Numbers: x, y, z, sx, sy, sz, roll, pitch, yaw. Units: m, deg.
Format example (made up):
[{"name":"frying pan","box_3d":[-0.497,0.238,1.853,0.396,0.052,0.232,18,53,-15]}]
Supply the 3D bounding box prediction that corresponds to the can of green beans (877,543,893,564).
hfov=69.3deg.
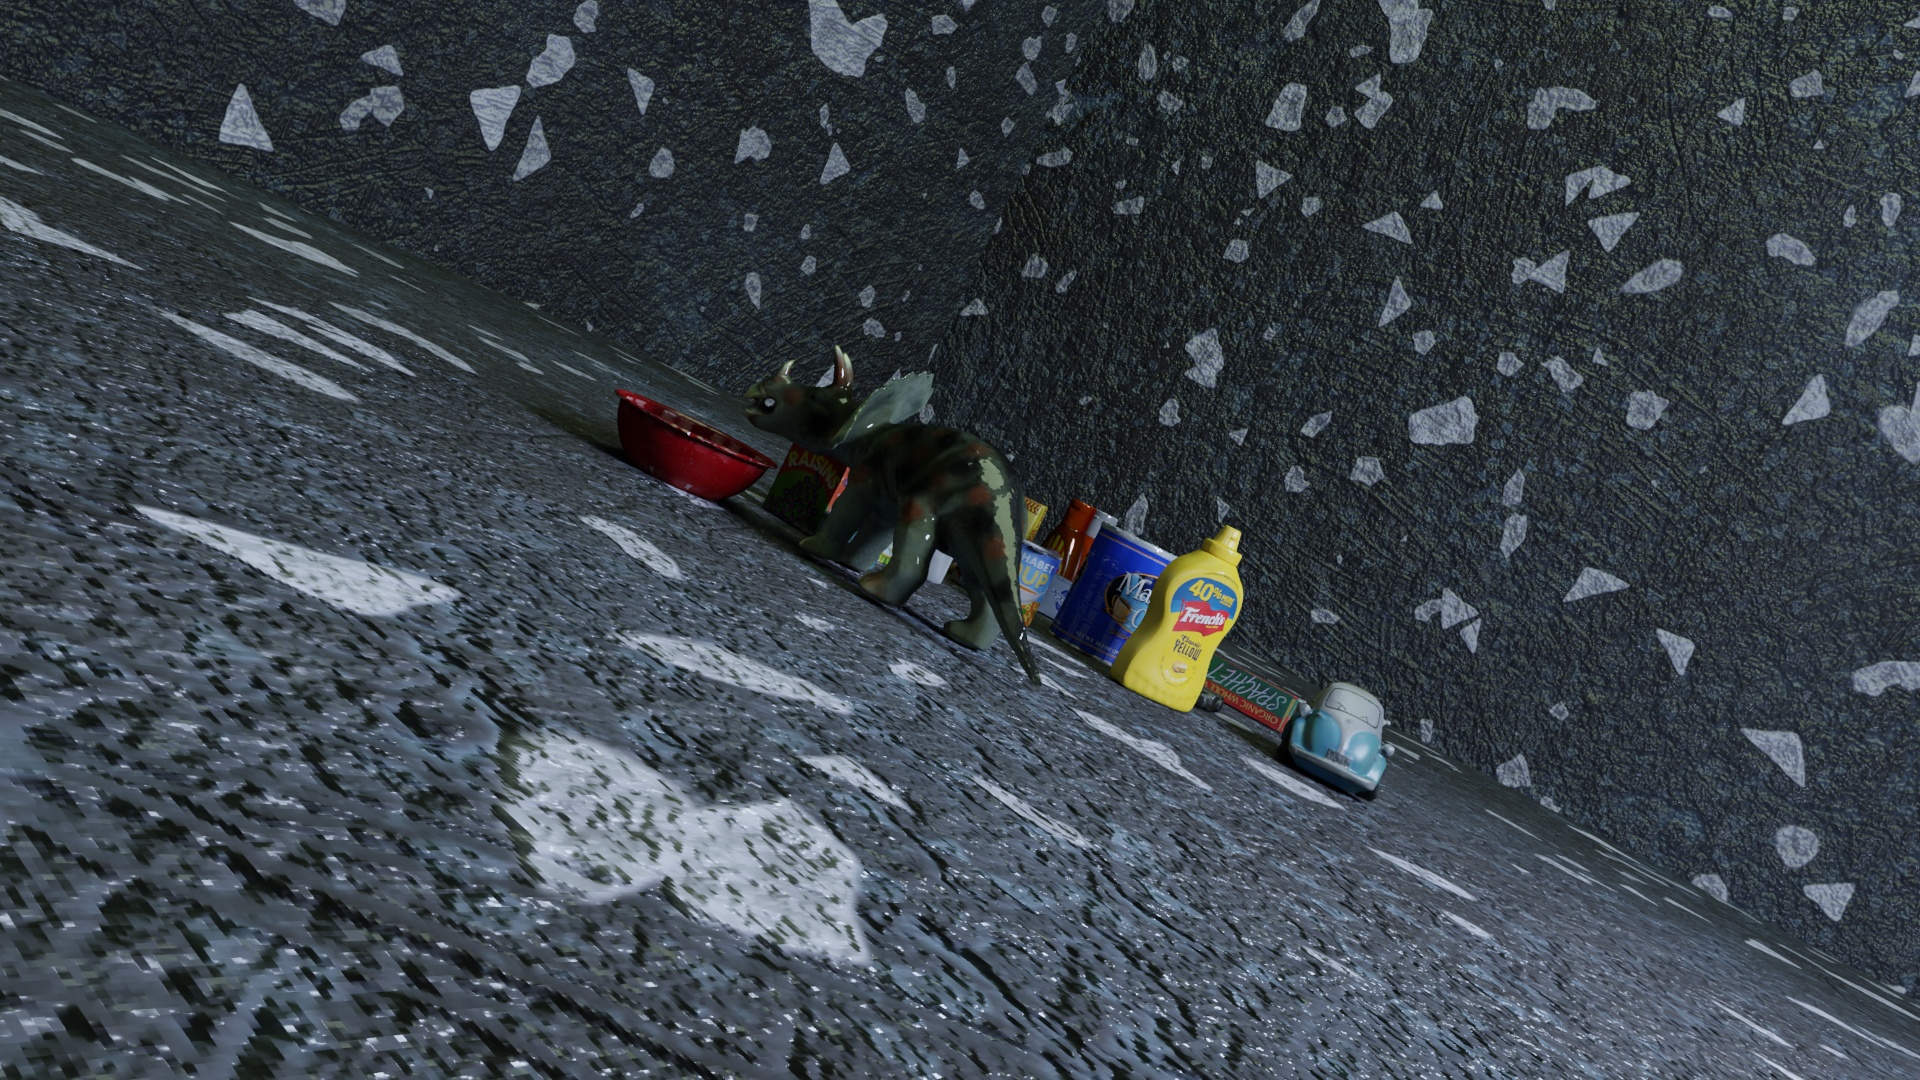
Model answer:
[{"name":"can of green beans","box_3d":[-0.091,-0.014,1.446,0.071,0.058,0.071,26,3,-1]}]

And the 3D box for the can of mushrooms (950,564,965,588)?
[{"name":"can of mushrooms","box_3d":[0.024,0.044,1.614,0.071,0.033,0.071,26,3,-1]}]

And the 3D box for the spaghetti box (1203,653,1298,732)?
[{"name":"spaghetti box","box_3d":[0.309,0.164,1.764,0.250,0.050,0.028,28,3,27]}]

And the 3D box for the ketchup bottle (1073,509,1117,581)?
[{"name":"ketchup bottle","box_3d":[0.164,0.030,1.882,0.043,0.148,0.065,23,4,-44]}]

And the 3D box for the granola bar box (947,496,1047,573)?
[{"name":"granola bar box","box_3d":[0.006,-0.021,1.697,0.166,0.124,0.039,27,3,18]}]

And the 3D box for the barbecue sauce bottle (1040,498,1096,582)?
[{"name":"barbecue sauce bottle","box_3d":[0.133,0.017,1.846,0.065,0.148,0.043,29,4,37]}]

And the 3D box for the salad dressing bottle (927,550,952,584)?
[{"name":"salad dressing bottle","box_3d":[-0.009,-0.028,1.493,0.044,0.147,0.064,27,3,4]}]

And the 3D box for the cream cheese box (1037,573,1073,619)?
[{"name":"cream cheese box","box_3d":[0.151,0.087,1.726,0.104,0.053,0.024,27,3,17]}]

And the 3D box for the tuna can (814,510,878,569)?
[{"name":"tuna can","box_3d":[-0.108,-0.001,1.327,0.071,0.033,0.071,26,3,-1]}]

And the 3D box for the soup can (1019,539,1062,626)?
[{"name":"soup can","box_3d":[0.063,0.043,1.503,0.071,0.083,0.071,26,3,-1]}]

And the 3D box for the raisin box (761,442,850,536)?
[{"name":"raisin box","box_3d":[-0.134,-0.068,1.385,0.086,0.123,0.040,29,4,38]}]
